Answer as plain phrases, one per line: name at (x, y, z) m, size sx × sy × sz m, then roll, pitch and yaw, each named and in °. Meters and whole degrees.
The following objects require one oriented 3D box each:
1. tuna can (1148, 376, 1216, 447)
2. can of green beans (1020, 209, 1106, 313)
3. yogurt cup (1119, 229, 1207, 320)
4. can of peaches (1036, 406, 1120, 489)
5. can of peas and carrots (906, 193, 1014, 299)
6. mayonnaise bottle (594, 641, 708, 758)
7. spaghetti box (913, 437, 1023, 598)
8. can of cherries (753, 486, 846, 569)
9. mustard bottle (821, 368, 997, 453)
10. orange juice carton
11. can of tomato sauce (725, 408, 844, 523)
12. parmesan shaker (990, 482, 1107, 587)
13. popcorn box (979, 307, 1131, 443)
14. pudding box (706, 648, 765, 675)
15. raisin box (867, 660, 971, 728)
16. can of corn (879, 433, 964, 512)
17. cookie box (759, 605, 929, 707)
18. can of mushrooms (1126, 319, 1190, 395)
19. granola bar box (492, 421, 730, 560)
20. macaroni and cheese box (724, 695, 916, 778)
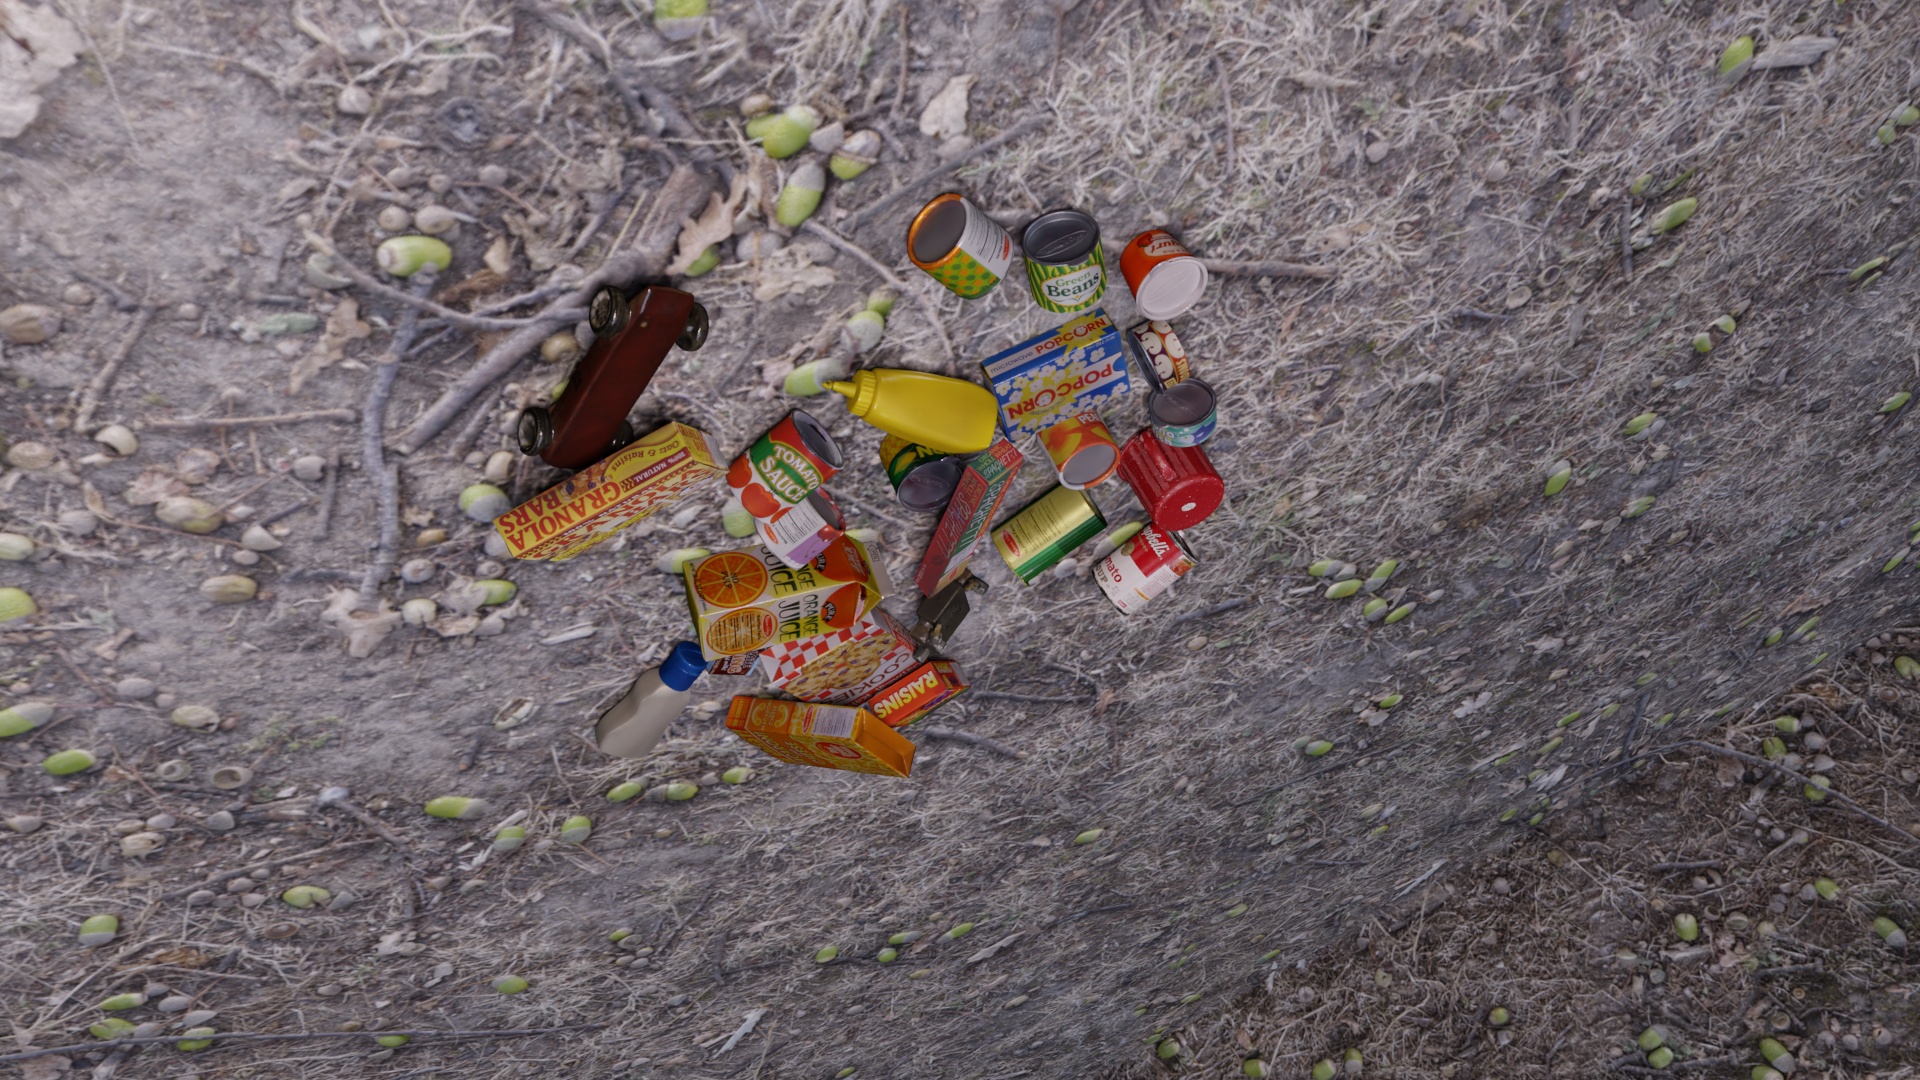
tuna can at (0.217, -0.124, 1.362) m, size 0.071 × 0.071 × 0.032 m, roll -23°, pitch 143°, yaw -5°
can of green beans at (0.087, -0.233, 1.160) m, size 0.071 × 0.071 × 0.057 m, roll -23°, pitch 143°, yaw -4°
yogurt cup at (0.175, -0.235, 1.219) m, size 0.072 × 0.054 × 0.072 m, roll -16°, pitch 142°, yaw -13°
can of peaches at (0.116, -0.093, 1.349) m, size 0.071 × 0.058 × 0.071 m, roll -16°, pitch 142°, yaw -13°
can of peas and carrots at (-0.002, -0.233, 1.109) m, size 0.070 × 0.071 × 0.058 m, roll -41°, pitch 140°, yaw 19°
mayonnaise bottle at (-0.311, 0.163, 1.416) m, size 0.065 × 0.041 × 0.147 m, roll 18°, pitch 124°, yaw -42°
spaghetti box at (0.005, -0.017, 1.328) m, size 0.050 × 0.029 × 0.248 m, roll -38°, pitch 168°, yaw -27°
can of cherries at (-0.147, -0.017, 1.282) m, size 0.058 × 0.072 × 0.071 m, roll -38°, pitch 141°, yaw 14°
mustard bottle at (-0.047, -0.120, 1.218) m, size 0.160 × 0.065 × 0.048 m, roll 13°, pitch 172°, yaw -23°
orange juice carton at (-0.163, 0.047, 1.339) m, size 0.193 × 0.072 × 0.072 m, roll -13°, pitch 141°, yaw -17°
can of tomato sauce at (-0.154, -0.063, 1.216) m, size 0.083 × 0.071 × 0.071 m, roll -38°, pitch 141°, yaw 16°
parmesan shaker at (0.093, -0.010, 1.423) m, size 0.103 × 0.071 × 0.071 m, roll -35°, pitch 142°, yaw 11°
popcorn box at (0.088, -0.151, 1.281) m, size 0.127 × 0.038 × 0.085 m, roll -24°, pitch 142°, yaw -2°
pudding box at (-0.221, 0.099, 1.401) m, size 0.050 × 0.030 × 0.083 m, roll 6°, pitch 132°, yaw -37°
raisin box at (-0.044, 0.171, 1.541) m, size 0.086 × 0.040 × 0.123 m, roll -32°, pitch 169°, yaw 8°
can of corn at (-0.035, -0.071, 1.286) m, size 0.071 × 0.058 × 0.070 m, roll -16°, pitch 141°, yaw -13°
cookie box at (-0.118, 0.126, 1.459) m, size 0.123 × 0.040 × 0.167 m, roll -30°, pitch 155°, yaw 6°
can of mushrooms at (0.185, -0.170, 1.288) m, size 0.033 × 0.071 × 0.070 m, roll -27°, pitch 143°, yaw -1°
granola bar box at (-0.283, -0.038, 1.147) m, size 0.165 × 0.039 × 0.124 m, roll -28°, pitch 177°, yaw 3°
macaroni and cheese box at (-0.150, 0.211, 1.491) m, size 0.166 × 0.040 × 0.123 m, roll 1°, pitch 154°, yaw 29°
